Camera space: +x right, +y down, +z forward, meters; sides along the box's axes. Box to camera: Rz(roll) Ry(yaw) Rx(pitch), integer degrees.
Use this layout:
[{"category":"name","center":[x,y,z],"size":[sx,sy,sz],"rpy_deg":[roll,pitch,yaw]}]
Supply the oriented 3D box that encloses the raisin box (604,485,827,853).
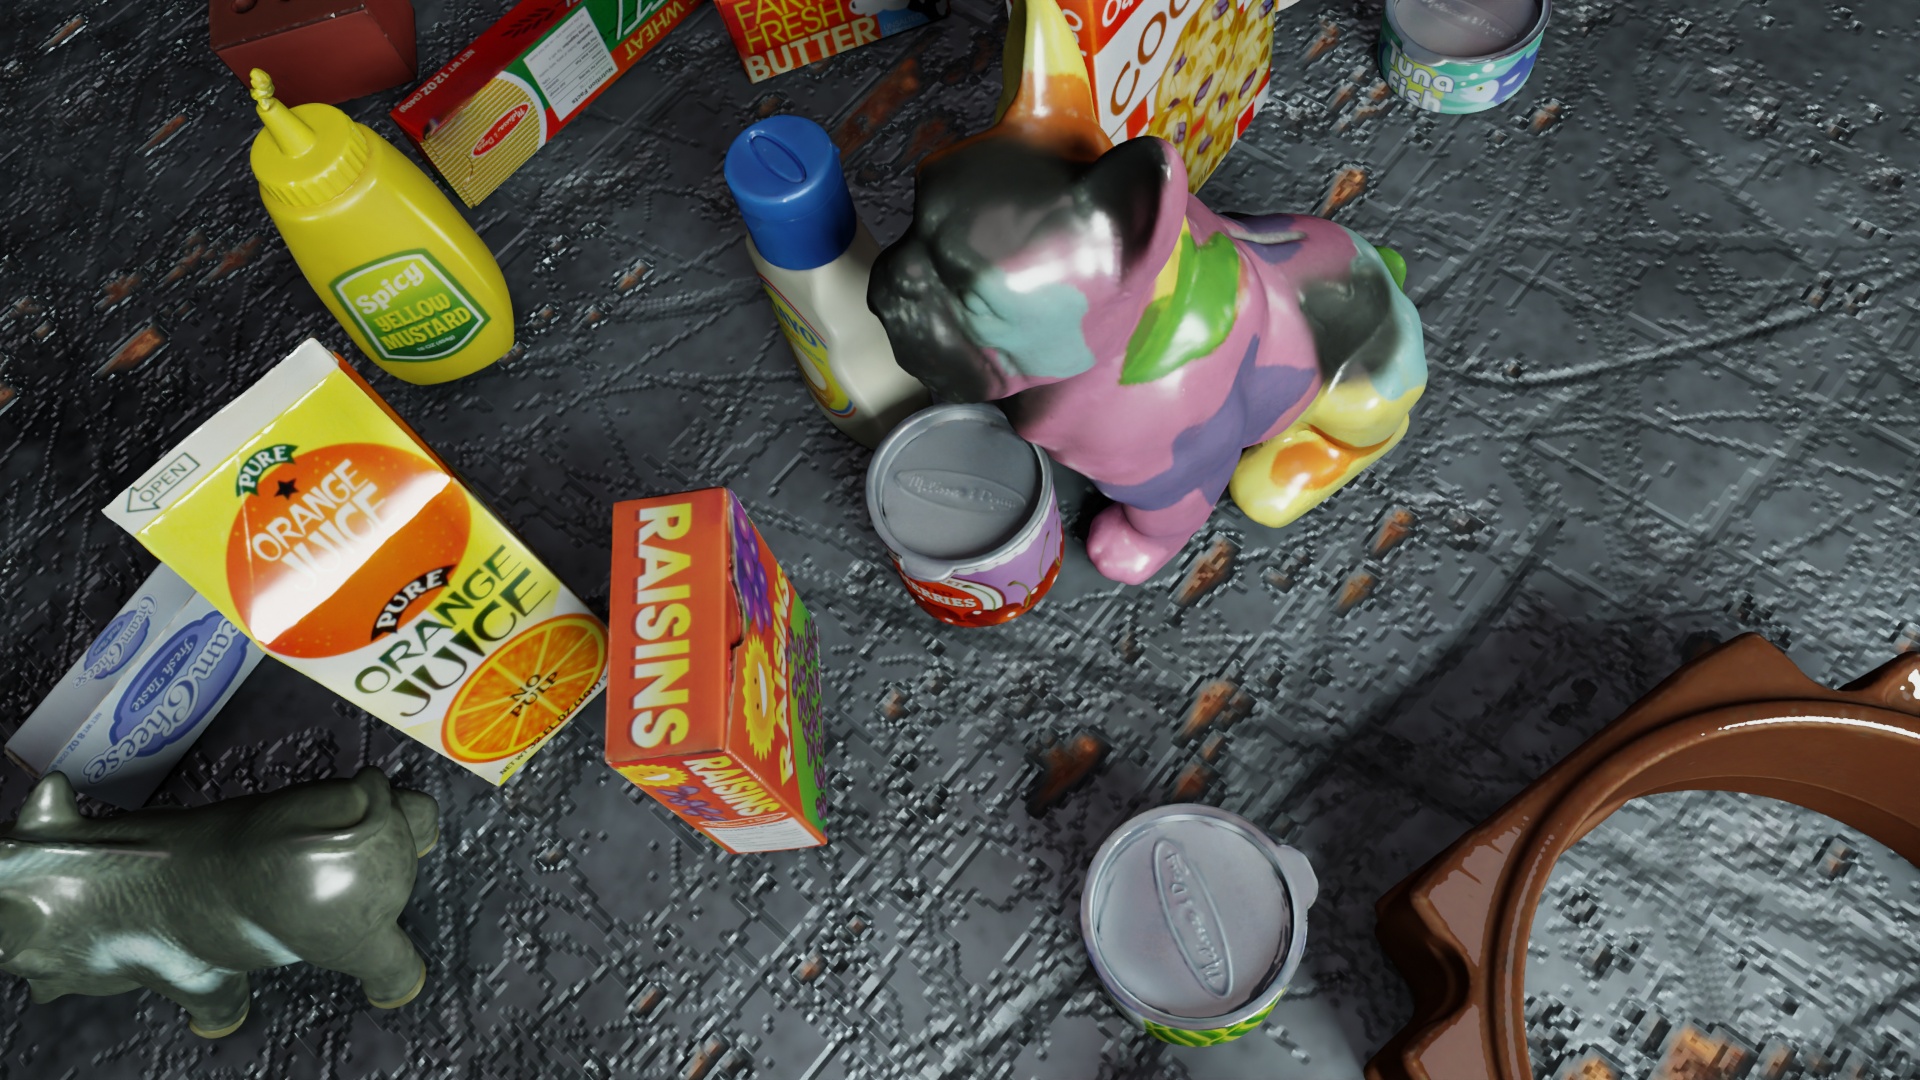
[{"category":"raisin box","center":[-0.076,0.048,0.457],"size":[0.040,0.123,0.086],"rpy_deg":[-7,64,6]}]

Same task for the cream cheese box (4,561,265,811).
[{"category":"cream cheese box","center":[-0.304,0.049,0.531],"size":[0.024,0.053,0.104],"rpy_deg":[26,71,19]}]

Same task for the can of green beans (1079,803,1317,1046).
[{"category":"can of green beans","center":[0.072,0.122,0.435],"size":[0.071,0.057,0.071],"rpy_deg":[-3,64,7]}]

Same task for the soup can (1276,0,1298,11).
[{"category":"soup can","center":[0.126,-0.284,0.605],"size":[0.071,0.083,0.071],"rpy_deg":[-4,65,7]}]

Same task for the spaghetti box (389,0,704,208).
[{"category":"spaghetti box","center":[-0.158,-0.259,0.657],"size":[0.029,0.050,0.251],"rpy_deg":[37,75,22]}]

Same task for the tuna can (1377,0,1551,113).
[{"category":"tuna can","center":[0.210,-0.214,0.587],"size":[0.071,0.032,0.071],"rpy_deg":[-3,64,7]}]

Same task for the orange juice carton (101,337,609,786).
[{"category":"orange juice carton","center":[-0.186,0.008,0.454],"size":[0.073,0.192,0.072],"rpy_deg":[40,77,23]}]

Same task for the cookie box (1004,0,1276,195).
[{"category":"cookie box","center":[0.072,-0.190,0.522],"size":[0.040,0.166,0.123],"rpy_deg":[32,74,21]}]

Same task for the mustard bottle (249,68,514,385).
[{"category":"mustard bottle","center":[-0.231,-0.121,0.541],"size":[0.065,0.159,0.049],"rpy_deg":[-23,64,-2]}]

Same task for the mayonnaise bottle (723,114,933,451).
[{"category":"mayonnaise bottle","center":[-0.048,-0.091,0.505],"size":[0.041,0.147,0.065],"rpy_deg":[-40,66,-10]}]

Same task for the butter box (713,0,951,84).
[{"category":"butter box","center":[-0.059,-0.250,0.635],"size":[0.103,0.053,0.024],"rpy_deg":[-19,64,0]}]

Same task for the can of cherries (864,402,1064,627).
[{"category":"can of cherries","center":[0.002,-0.006,0.506],"size":[0.071,0.058,0.072],"rpy_deg":[-3,64,7]}]
